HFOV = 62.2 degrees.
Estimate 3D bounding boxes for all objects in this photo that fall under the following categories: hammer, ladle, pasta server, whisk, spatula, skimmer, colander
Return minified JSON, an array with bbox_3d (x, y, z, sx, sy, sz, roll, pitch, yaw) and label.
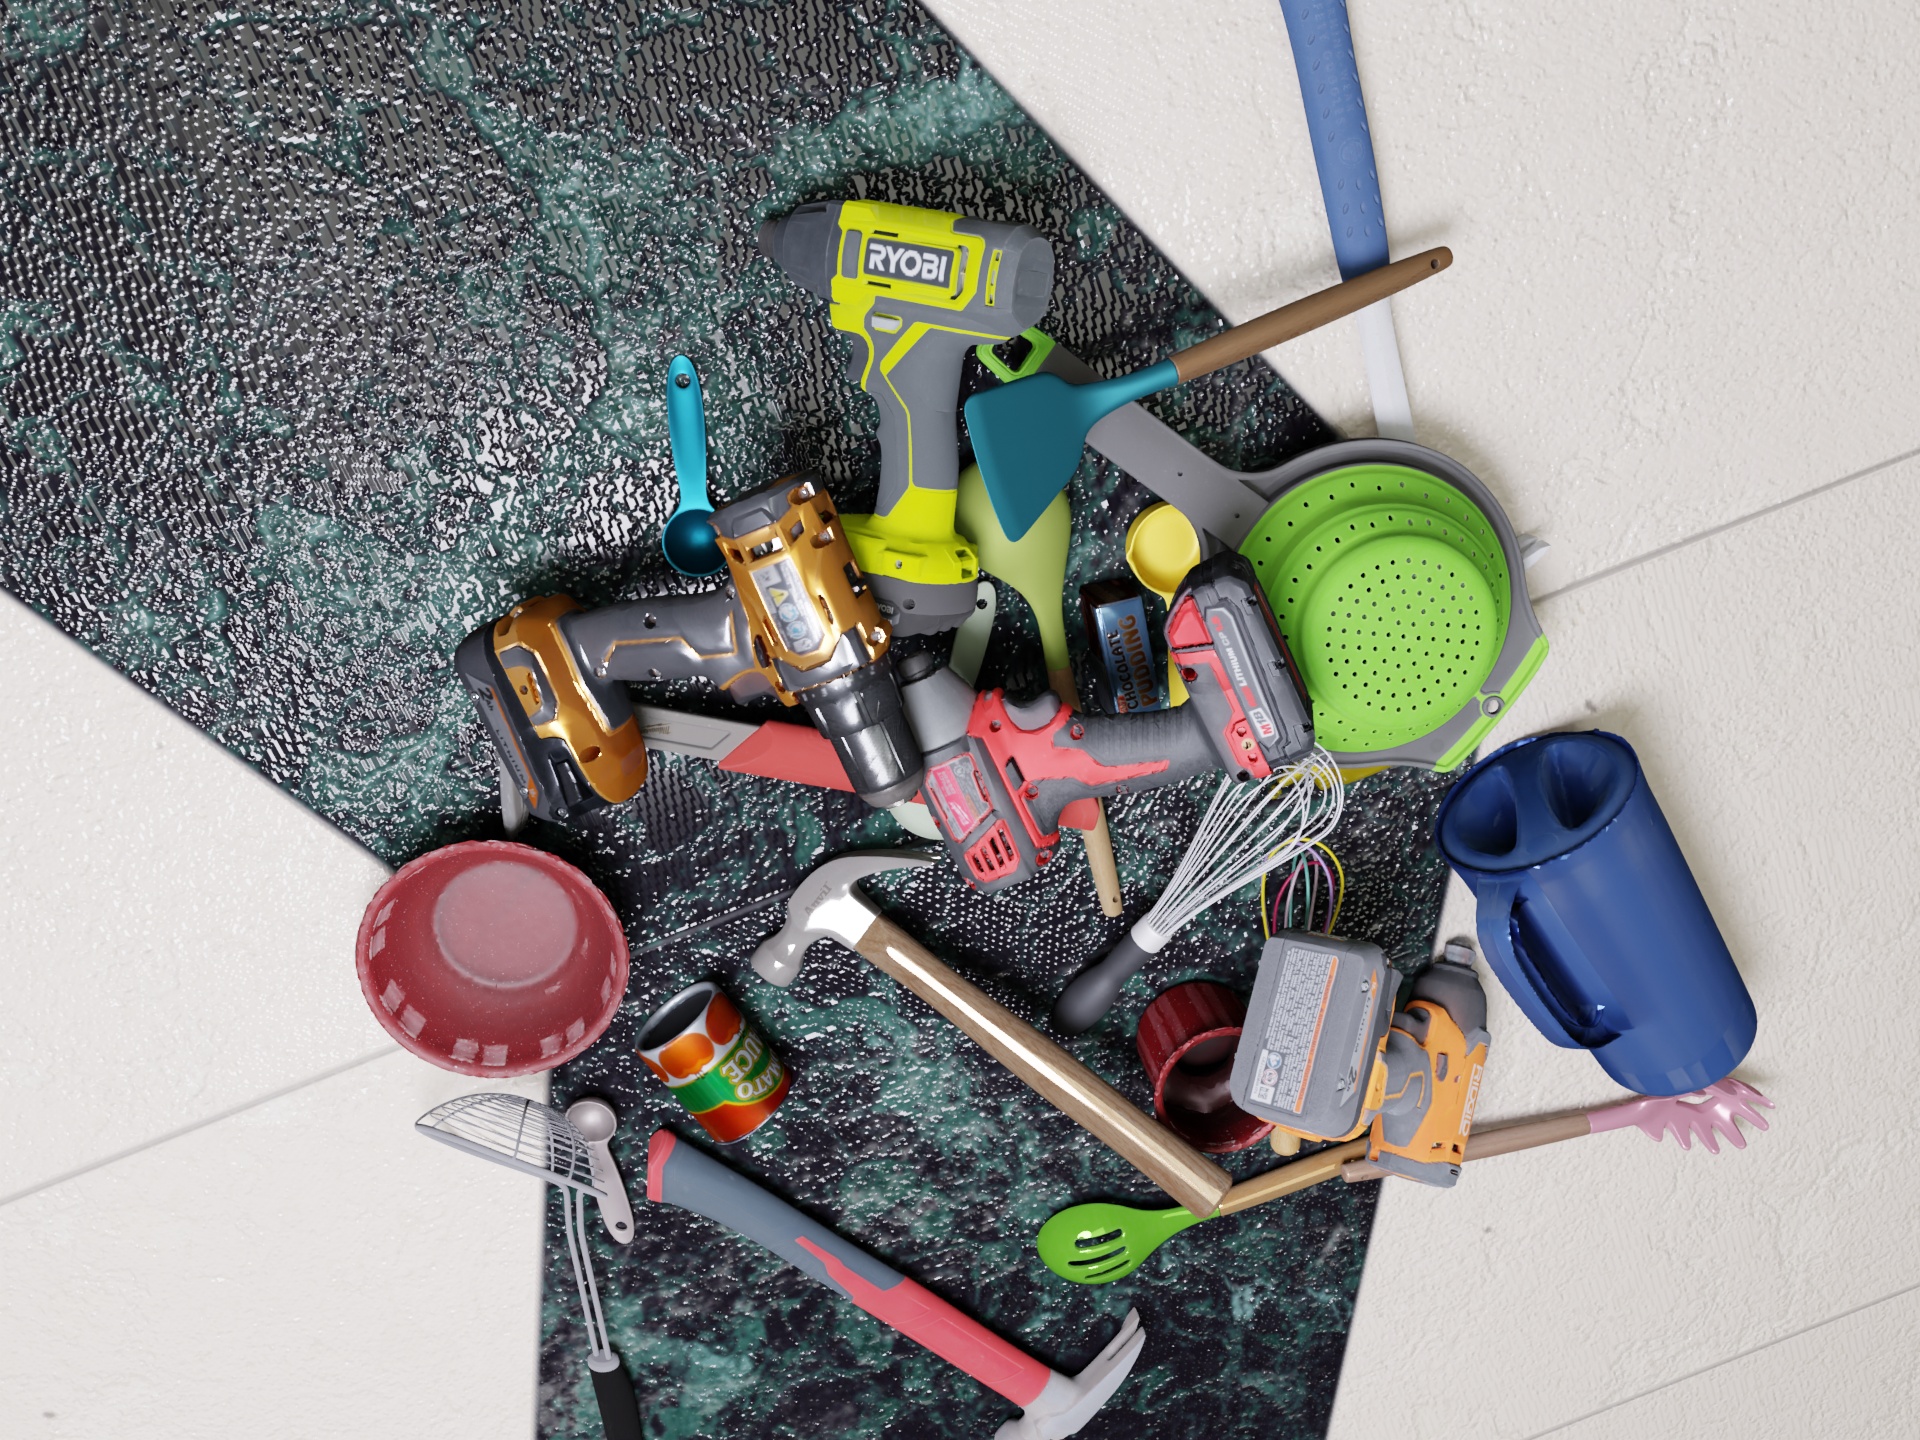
[{"bbox_3d":[0.033,0.201,1.011,0.331,0.031,0.130,37,101,2],"label":"hammer"},{"bbox_3d":[0.058,-0.014,0.995,0.078,0.062,0.320,-30,120,-28],"label":"ladle"},{"bbox_3d":[-0.049,0.384,1.108,0.386,0.038,0.143,38,98,-17],"label":"hammer"},{"bbox_3d":[0.425,0.298,1.134,0.316,0.040,0.060,-9,123,-9],"label":"pasta server"},{"bbox_3d":[0.141,0.115,1.004,0.070,0.070,0.284,28,122,-15],"label":"whisk"},{"bbox_3d":[0.229,0.192,1.081,0.047,0.051,0.244,-6,112,-11],"label":"whisk"},{"bbox_3d":[0.144,-0.198,0.873,0.317,0.044,0.082,-25,115,-12],"label":"spatula"},{"bbox_3d":[0.249,-0.247,0.943,0.144,0.035,0.405,-18,109,-1],"label":"hammer"},{"bbox_3d":[-0.095,0.029,0.958,0.359,0.037,0.149,10,106,0],"label":"hammer"},{"bbox_3d":[-0.269,0.397,1.056,0.127,0.090,0.363,7,115,30],"label":"skimmer"},{"bbox_3d":[0.178,-0.104,0.912,0.397,0.094,0.204,34,101,-10],"label":"colander"}]

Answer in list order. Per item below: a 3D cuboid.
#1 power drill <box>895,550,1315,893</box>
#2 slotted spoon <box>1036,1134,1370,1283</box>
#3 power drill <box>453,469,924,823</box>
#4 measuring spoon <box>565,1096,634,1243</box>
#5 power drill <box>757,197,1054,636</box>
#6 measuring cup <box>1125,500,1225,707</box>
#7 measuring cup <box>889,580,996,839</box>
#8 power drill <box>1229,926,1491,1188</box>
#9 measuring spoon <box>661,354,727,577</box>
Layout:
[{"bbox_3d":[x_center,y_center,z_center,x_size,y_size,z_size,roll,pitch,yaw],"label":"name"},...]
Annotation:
[{"bbox_3d":[0.073,-0.004,0.879,0.219,0.078,0.143,-23,100,16],"label":"power drill"},{"bbox_3d":[0.206,0.335,1.133,0.313,0.031,0.070,-19,111,-3],"label":"slotted spoon"},{"bbox_3d":[-0.139,-0.014,0.870,0.226,0.084,0.185,-20,104,19],"label":"power drill"},{"bbox_3d":[-0.238,0.301,1.071,0.034,0.018,0.124,-5,116,4],"label":"measuring spoon"},{"bbox_3d":[-0.048,-0.172,0.886,0.171,0.080,0.223,17,108,25],"label":"power drill"},{"bbox_3d":[0.135,-0.062,0.994,0.062,0.029,0.156,-9,111,-5],"label":"measuring cup"},{"bbox_3d":[-0.002,-0.003,0.986,0.083,0.038,0.167,11,108,-11],"label":"measuring cup"},{"bbox_3d":[0.272,0.204,1.024,0.226,0.084,0.164,29,74,-45],"label":"power drill"},{"bbox_3d":[-0.158,-0.149,0.934,0.042,0.021,0.128,-5,99,-5],"label":"measuring spoon"}]
